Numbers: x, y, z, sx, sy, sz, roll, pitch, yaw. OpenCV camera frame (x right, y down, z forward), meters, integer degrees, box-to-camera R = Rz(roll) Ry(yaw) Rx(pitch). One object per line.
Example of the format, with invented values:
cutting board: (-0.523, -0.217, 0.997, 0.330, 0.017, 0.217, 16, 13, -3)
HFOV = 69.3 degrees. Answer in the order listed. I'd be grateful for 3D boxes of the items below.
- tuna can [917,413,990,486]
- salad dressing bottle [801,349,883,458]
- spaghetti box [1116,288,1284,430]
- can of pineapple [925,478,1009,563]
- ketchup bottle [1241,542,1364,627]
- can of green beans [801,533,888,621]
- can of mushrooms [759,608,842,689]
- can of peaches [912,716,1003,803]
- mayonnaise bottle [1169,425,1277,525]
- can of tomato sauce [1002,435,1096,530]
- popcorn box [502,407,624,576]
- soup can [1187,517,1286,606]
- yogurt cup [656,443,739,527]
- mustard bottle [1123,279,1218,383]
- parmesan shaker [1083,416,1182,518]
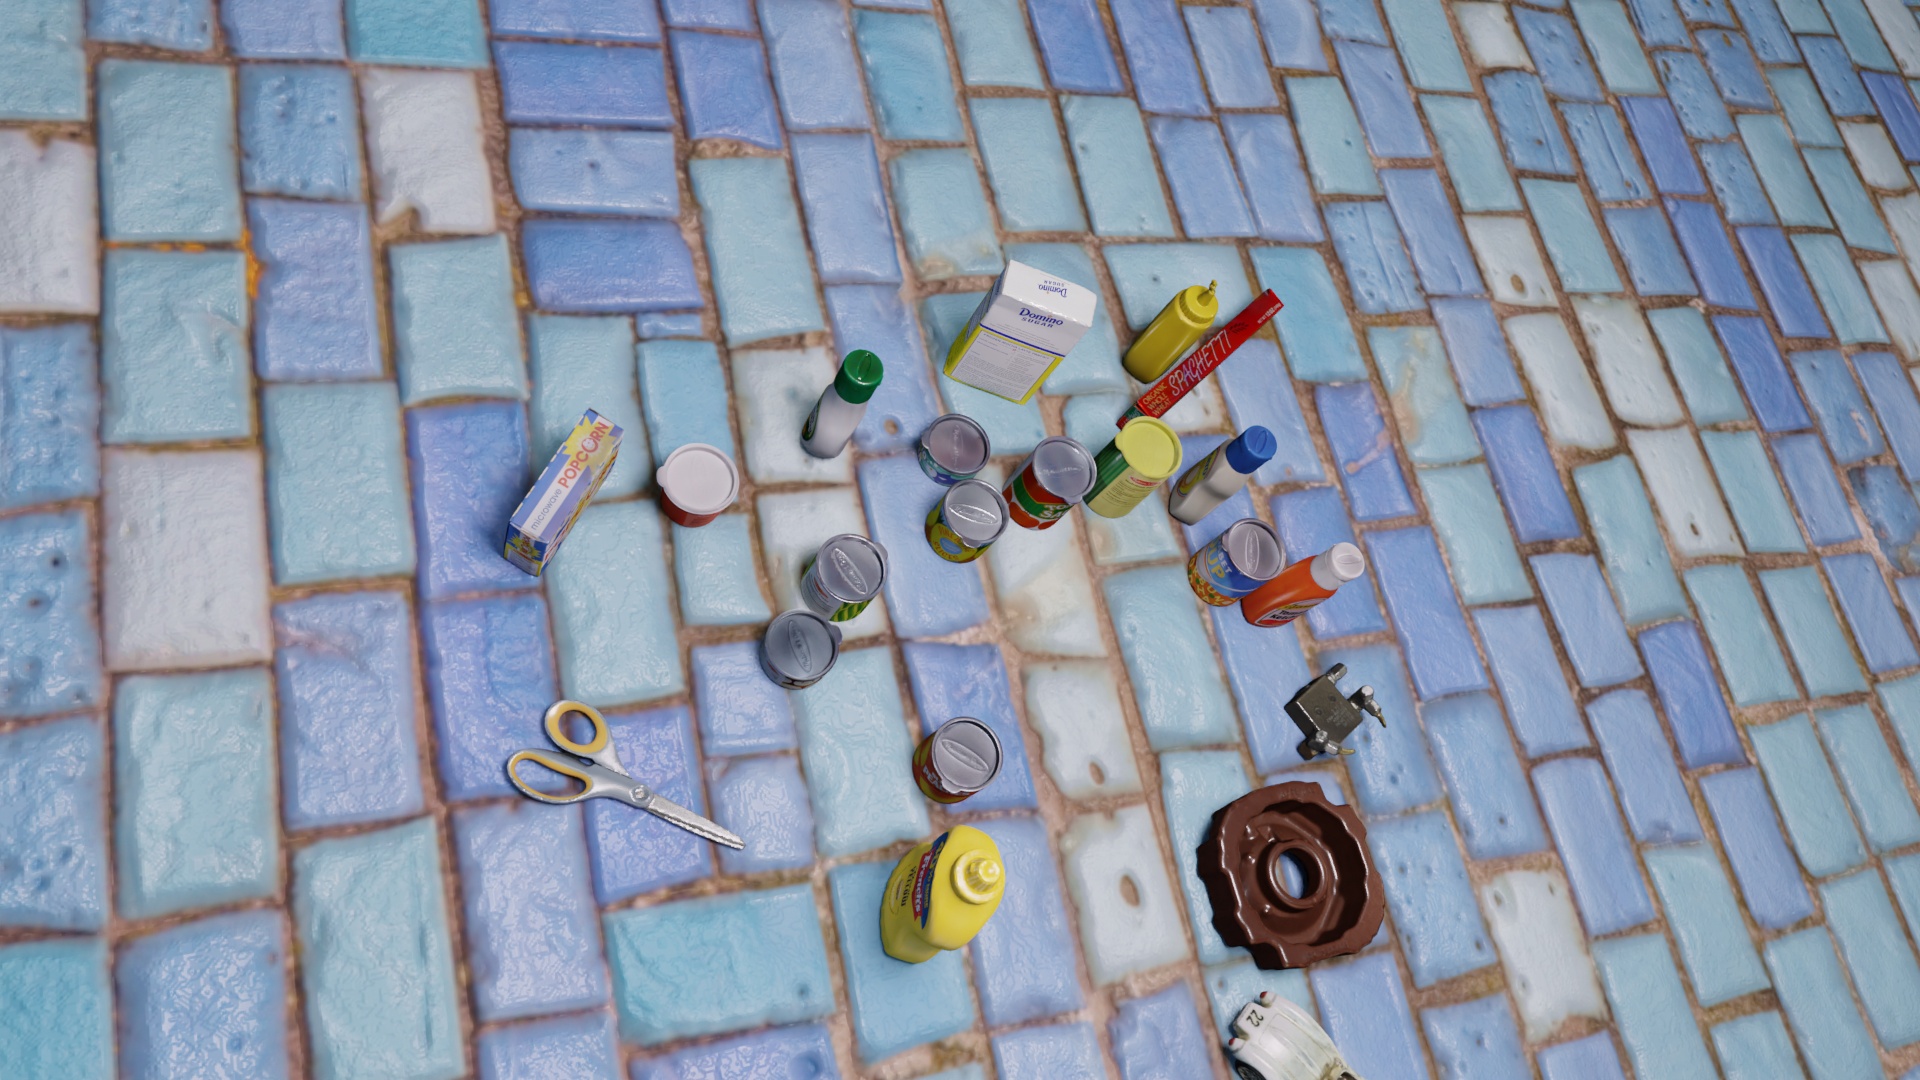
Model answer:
tuna can: (-0.009, -0.088, 1.356, 0.071, 0.032, 0.071, 8, 66, -18)
salad dressing bottle: (-0.107, -0.125, 1.268, 0.044, 0.147, 0.064, 23, 62, -11)
spaghetti box: (0.260, -0.191, 1.494, 0.028, 0.050, 0.251, 48, 60, 3)
can of pineapple: (0.005, -0.017, 1.317, 0.071, 0.057, 0.071, 8, 66, -18)
ketchup bottle: (0.339, 0.043, 1.368, 0.065, 0.148, 0.043, -3, 70, -22)
can of green beans: (-0.105, 0.034, 1.253, 0.071, 0.057, 0.071, 8, 66, -18)
can of mushrooms: (-0.141, 0.096, 1.227, 0.071, 0.033, 0.071, 8, 66, -18)
can of peaches: (-0.005, 0.196, 1.223, 0.071, 0.057, 0.071, 8, 66, -18)
mayonnaise bottle: (0.262, -0.068, 1.386, 0.041, 0.147, 0.065, 30, 61, -7)
can of tomato sauce: (0.086, -0.053, 1.349, 0.071, 0.082, 0.071, 8, 66, -18)
popcorn box: (-0.337, -0.040, 1.180, 0.038, 0.085, 0.127, 30, 61, -7)
soup can: (0.273, 0.022, 1.389, 0.071, 0.083, 0.071, 8, 66, -18)
yogurt cup: (-0.236, -0.046, 1.239, 0.072, 0.053, 0.072, 8, 66, -18)
mustard bottle: (0.224, -0.220, 1.429, 0.049, 0.159, 0.065, 41, 60, -1)
parmesan shaker: (0.164, -0.072, 1.376, 0.071, 0.102, 0.071, 8, 66, -18)
